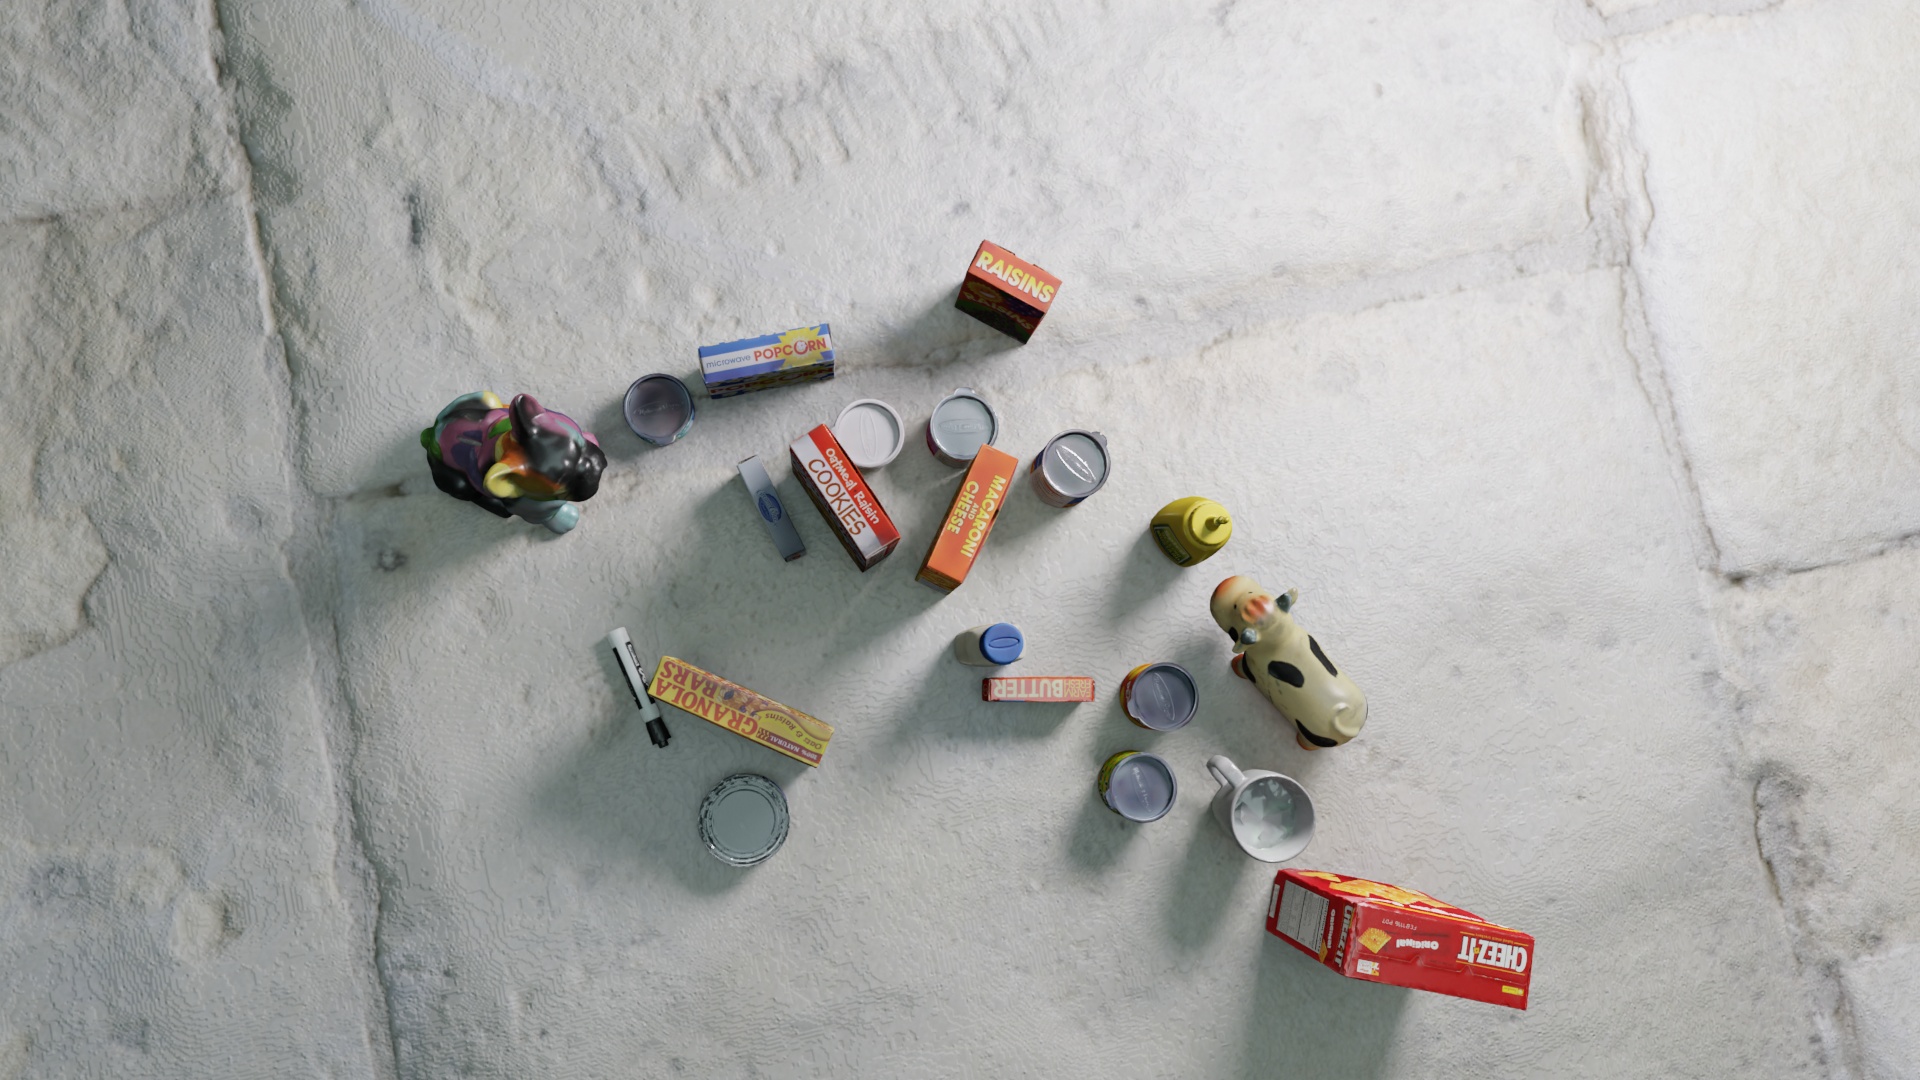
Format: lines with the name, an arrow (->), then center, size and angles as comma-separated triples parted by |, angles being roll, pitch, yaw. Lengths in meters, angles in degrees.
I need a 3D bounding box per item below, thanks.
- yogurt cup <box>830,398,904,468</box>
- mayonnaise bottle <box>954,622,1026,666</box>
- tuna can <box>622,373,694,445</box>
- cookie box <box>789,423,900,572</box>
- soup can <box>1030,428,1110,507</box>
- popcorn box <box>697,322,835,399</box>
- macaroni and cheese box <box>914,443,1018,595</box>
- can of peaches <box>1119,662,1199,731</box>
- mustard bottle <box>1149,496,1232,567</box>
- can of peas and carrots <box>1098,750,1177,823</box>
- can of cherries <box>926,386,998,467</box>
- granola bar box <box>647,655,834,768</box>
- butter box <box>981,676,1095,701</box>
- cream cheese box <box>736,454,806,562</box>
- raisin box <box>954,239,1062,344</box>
yogurt cup -> -0.090, -0.100, 1.352 | 0.072, 0.054, 0.072 | 1, 84, -6
mayonnaise bottle -> 0.032, 0.097, 1.295 | 0.065, 0.148, 0.041 | -7, 85, -6
tuna can -> -0.291, -0.124, 1.345 | 0.071, 0.033, 0.071 | 1, 84, -6
cookie box -> -0.107, -0.036, 1.286 | 0.040, 0.167, 0.123 | -34, 88, -8
soup can -> 0.108, -0.071, 1.354 | 0.071, 0.083, 0.071 | 1, 84, -6
popcorn box -> -0.185, -0.171, 1.335 | 0.127, 0.085, 0.038 | -12, 86, -7
macaroni and cheese box -> 0.005, -0.016, 1.296 | 0.040, 0.166, 0.124 | 25, 82, -3
can of peaches -> 0.190, 0.152, 1.350 | 0.071, 0.058, 0.071 | 1, 84, -6
mustard bottle -> 0.224, -0.012, 1.320 | 0.049, 0.160, 0.065 | -36, 89, -8
can of peas and carrots -> 0.167, 0.237, 1.338 | 0.071, 0.058, 0.071 | 1, 84, -6
can of cherries -> 0.002, -0.110, 1.360 | 0.071, 0.058, 0.071 | 1, 84, -6
granola bar box -> -0.199, 0.157, 1.277 | 0.165, 0.124, 0.039 | 24, 83, -3
butter box -> 0.075, 0.144, 1.342 | 0.103, 0.053, 0.024 | 1, 84, -6
cream cheese box -> -0.181, -0.029, 1.335 | 0.024, 0.053, 0.104 | -27, 87, -8
raisin box -> 0.045, -0.239, 1.346 | 0.086, 0.123, 0.040 | 28, 82, -2
